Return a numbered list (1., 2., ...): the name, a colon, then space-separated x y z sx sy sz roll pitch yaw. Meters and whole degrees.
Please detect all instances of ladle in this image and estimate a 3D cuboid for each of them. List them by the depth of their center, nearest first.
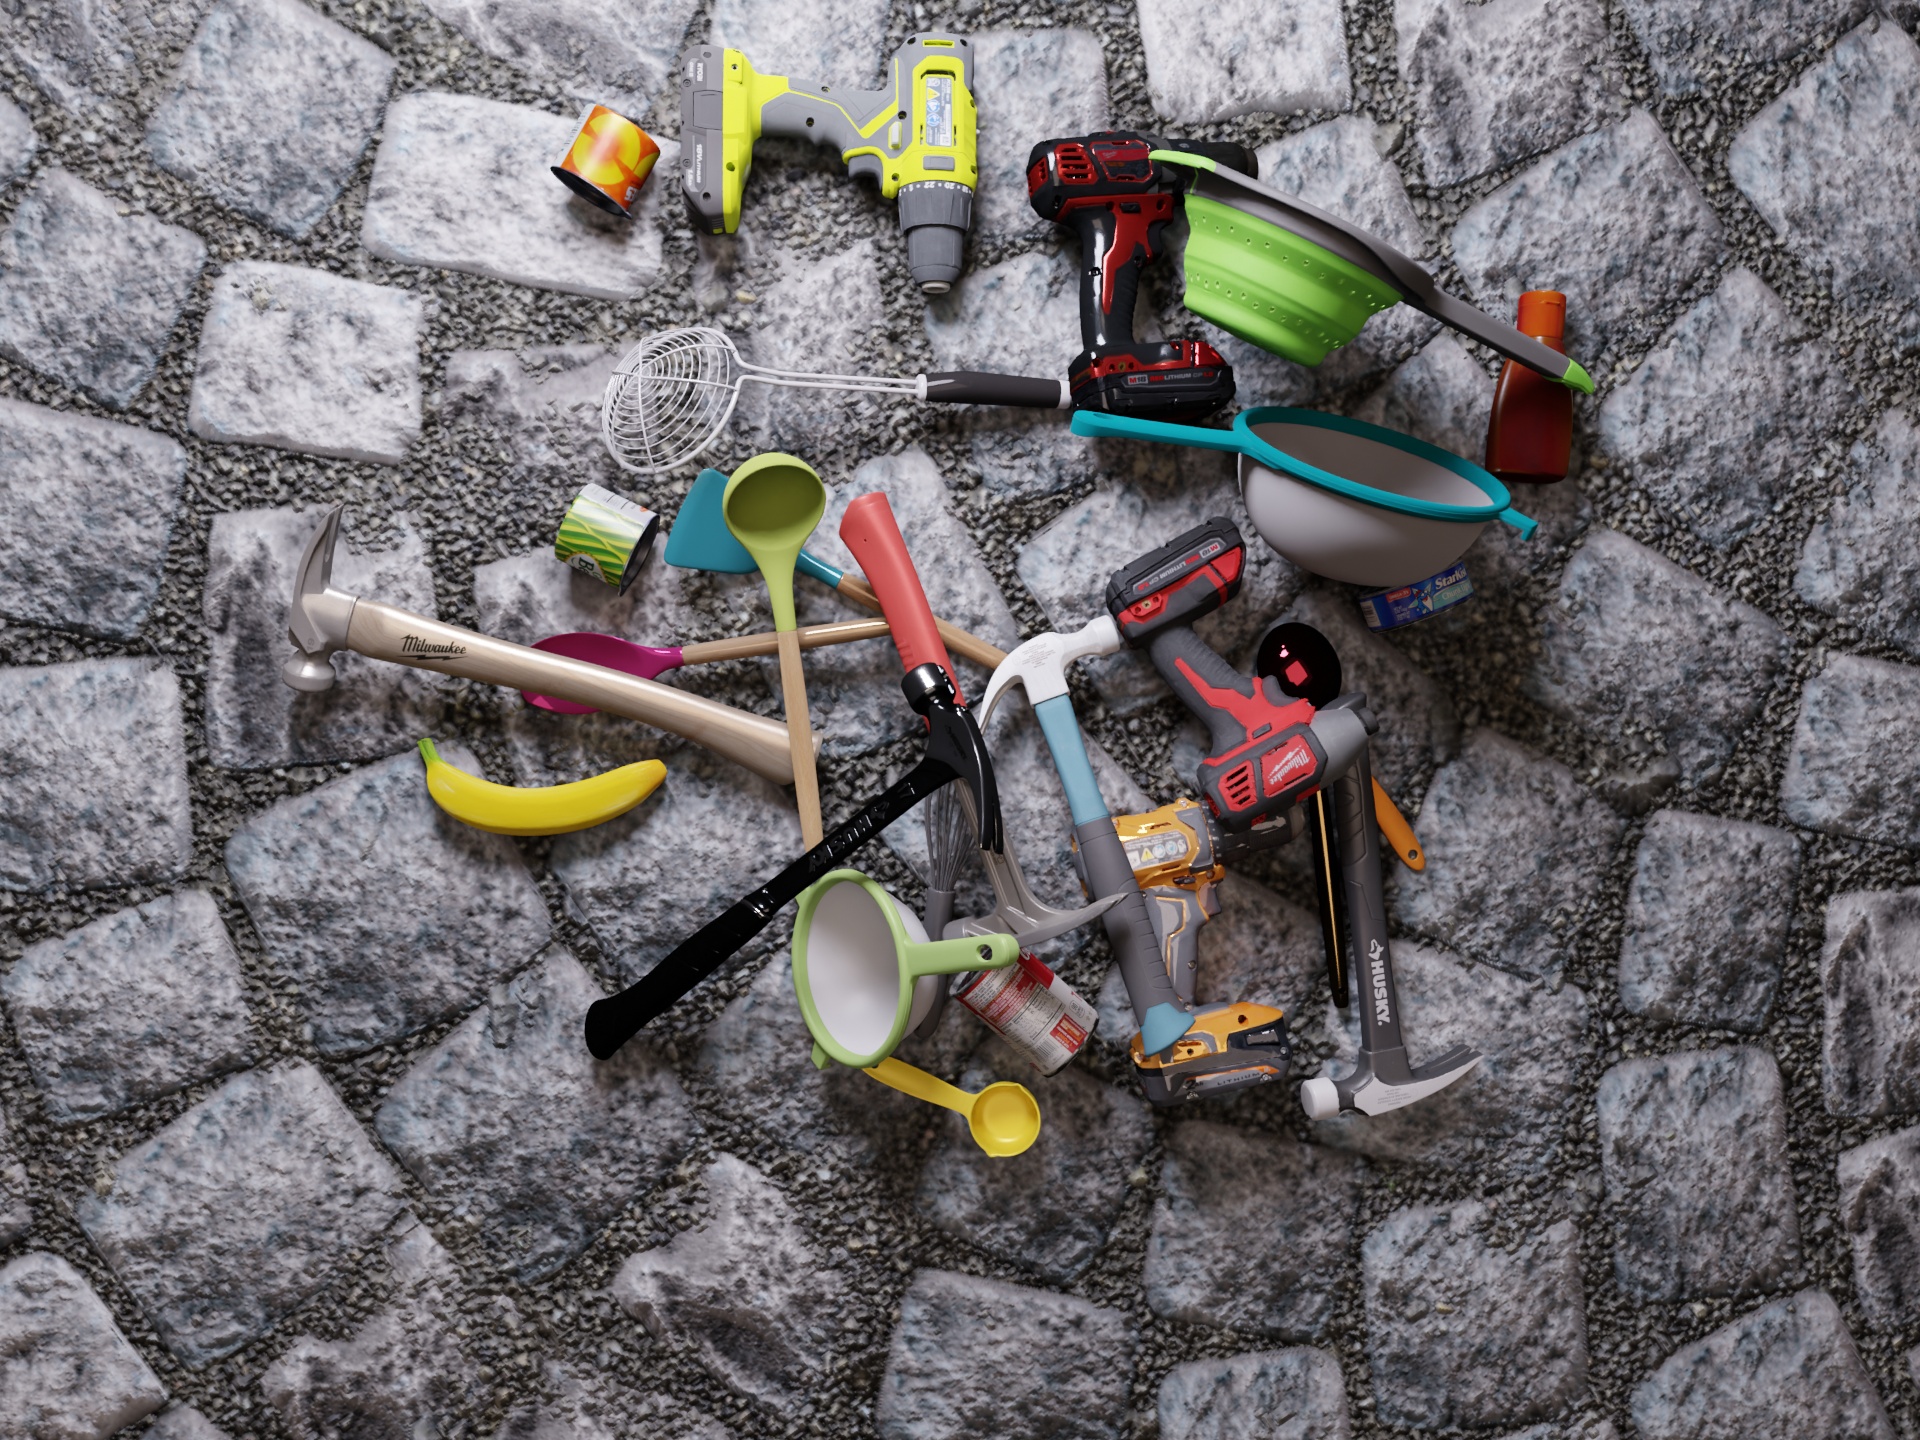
1. ladle: -0.126 -0.041 1.204 0.078 0.062 0.320 -8 96 -15
2. ladle: 0.289 0.077 1.285 0.069 0.031 0.315 -8 93 -5

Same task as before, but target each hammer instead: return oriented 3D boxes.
1. hammer: -0.136 0.135 1.189 0.409 0.036 0.149 -39 60 18
2. hammer: -0.002 -0.004 1.194 0.149 0.036 0.359 -22 87 28
3. hammer: 0.107 0.090 1.212 0.128 0.033 0.331 -19 76 2
4. hammer: -0.304 -0.040 1.223 0.410 0.038 0.146 16 111 -7
5. hammer: 0.328 0.144 1.266 0.146 0.035 0.335 -8 95 -9

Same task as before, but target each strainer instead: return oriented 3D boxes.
1. strainer: 0.235 -0.164 1.185 0.340 0.211 0.095 5 117 -16
2. strainer: -0.029 0.178 1.189 0.069 0.256 0.151 -1 80 -41

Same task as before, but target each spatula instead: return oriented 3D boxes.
1. spatula: -0.074 -0.095 1.254 0.317 0.044 0.082 26 102 -5

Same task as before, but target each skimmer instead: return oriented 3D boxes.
1. skimmer: -0.096 -0.248 1.253 0.363 0.090 0.127 0 63 -14

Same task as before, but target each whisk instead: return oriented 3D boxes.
1. whisk: -0.012 0.136 1.260 0.055 0.055 0.239 8 95 -3

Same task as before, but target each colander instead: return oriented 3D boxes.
1. colander: 0.301 -0.293 1.181 0.396 0.205 0.094 20 106 -21

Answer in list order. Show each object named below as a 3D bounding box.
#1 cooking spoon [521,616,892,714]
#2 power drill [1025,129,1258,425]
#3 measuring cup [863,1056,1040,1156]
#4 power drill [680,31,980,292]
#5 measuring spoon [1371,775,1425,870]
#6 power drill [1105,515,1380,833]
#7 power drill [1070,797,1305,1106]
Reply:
1. cooking spoon: -0.191 -0.054 1.246 0.319 0.017 0.068 -8 113 3
2. power drill: 0.156 -0.348 1.242 0.188 0.080 0.227 -8 89 -16
3. measuring cup: -0.009 0.299 1.277 0.156 0.029 0.062 21 90 9
4. power drill: -0.099 -0.432 1.232 0.228 0.080 0.190 0 91 -6
5. measuring spoon: 0.345 0.073 1.293 0.021 0.011 0.117 -33 92 -2
6. power drill: 0.216 -0.037 1.226 0.143 0.078 0.220 -28 79 2
7. power drill: 0.199 0.172 1.256 0.185 0.084 0.226 -13 87 -3
